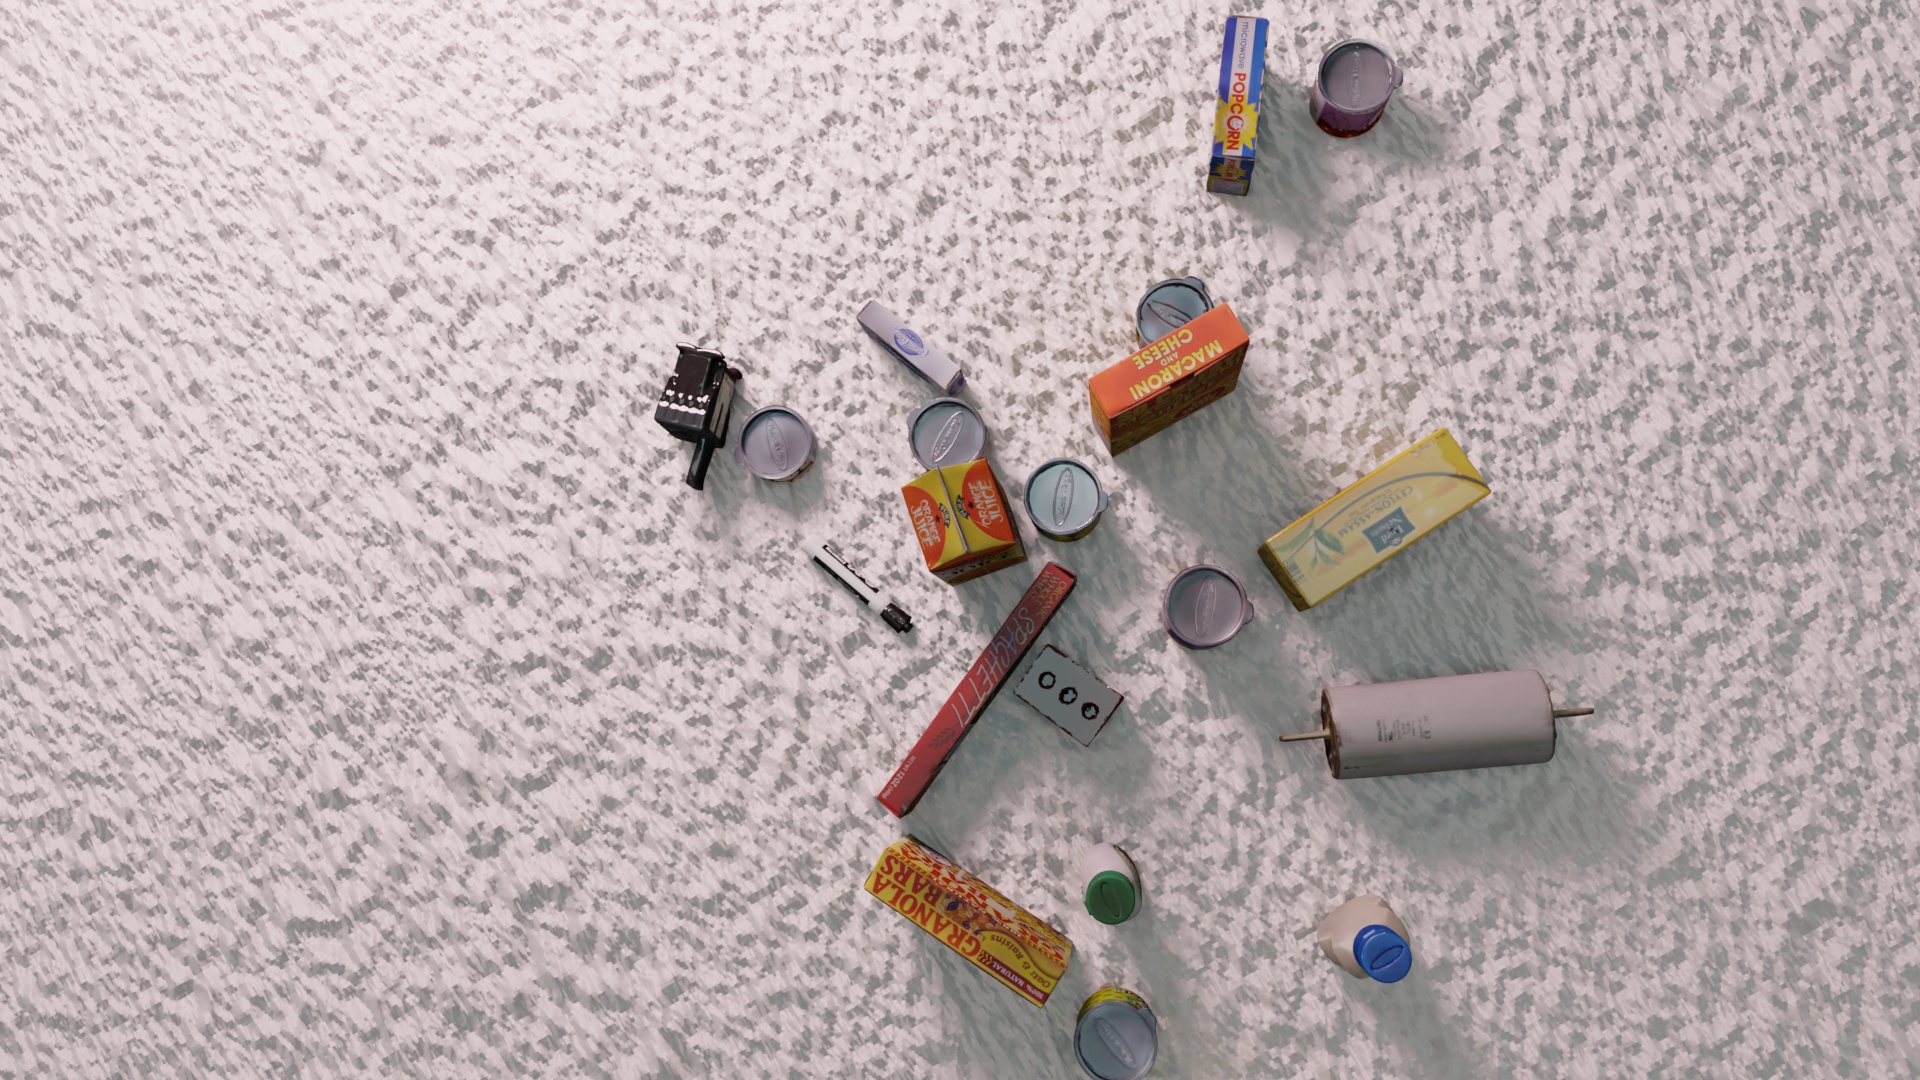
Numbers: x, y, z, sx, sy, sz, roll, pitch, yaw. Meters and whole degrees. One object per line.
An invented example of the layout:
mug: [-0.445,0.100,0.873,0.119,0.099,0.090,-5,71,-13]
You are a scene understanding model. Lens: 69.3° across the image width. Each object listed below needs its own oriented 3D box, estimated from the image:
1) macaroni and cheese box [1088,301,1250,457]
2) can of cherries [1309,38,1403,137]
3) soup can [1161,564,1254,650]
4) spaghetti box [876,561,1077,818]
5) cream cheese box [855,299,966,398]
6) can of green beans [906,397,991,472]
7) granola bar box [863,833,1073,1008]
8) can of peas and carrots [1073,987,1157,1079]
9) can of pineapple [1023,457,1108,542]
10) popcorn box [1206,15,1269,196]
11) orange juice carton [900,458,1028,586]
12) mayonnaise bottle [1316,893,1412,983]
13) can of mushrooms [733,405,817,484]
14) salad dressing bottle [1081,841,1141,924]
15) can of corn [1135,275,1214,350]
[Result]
macaroni and cheese box: [0.168,-0.126,1.130,0.124,0.166,0.040,-29,81,3]
can of cherries: [0.340,-0.388,1.198,0.071,0.058,0.071,-1,83,6]
soup can: [0.202,0.057,1.145,0.071,0.083,0.071,-1,83,7]
spaghetti box: [0.016,0.125,1.175,0.029,0.050,0.250,36,88,9]
cream cheese box: [-0.042,-0.166,1.216,0.104,0.053,0.024,39,89,9]
can of green beans: [-0.008,-0.086,1.200,0.071,0.058,0.071,-1,83,6]
granola bar box: [0.008,0.302,1.116,0.166,0.124,0.039,32,88,9]
can of peas and carrots: [0.127,0.398,1.123,0.071,0.058,0.071,-1,83,6]
can of pineapple: [0.090,-0.033,1.182,0.071,0.058,0.071,-1,83,6]
popcorn box: [0.238,-0.372,1.194,0.038,0.085,0.127,6,84,7]
orange juice carton: [0.004,-0.014,1.121,0.073,0.192,0.072,-19,82,4]
mayonnaise bottle: [0.314,0.308,1.068,0.065,0.148,0.041,-35,81,2]
can of mushrooms: [-0.163,-0.084,1.230,0.071,0.033,0.071,-1,83,6]
salad dressing bottle: [0.119,0.274,1.095,0.044,0.147,0.064,-24,81,3]
can of corn: [0.184,-0.186,1.190,0.071,0.058,0.071,-1,83,6]
